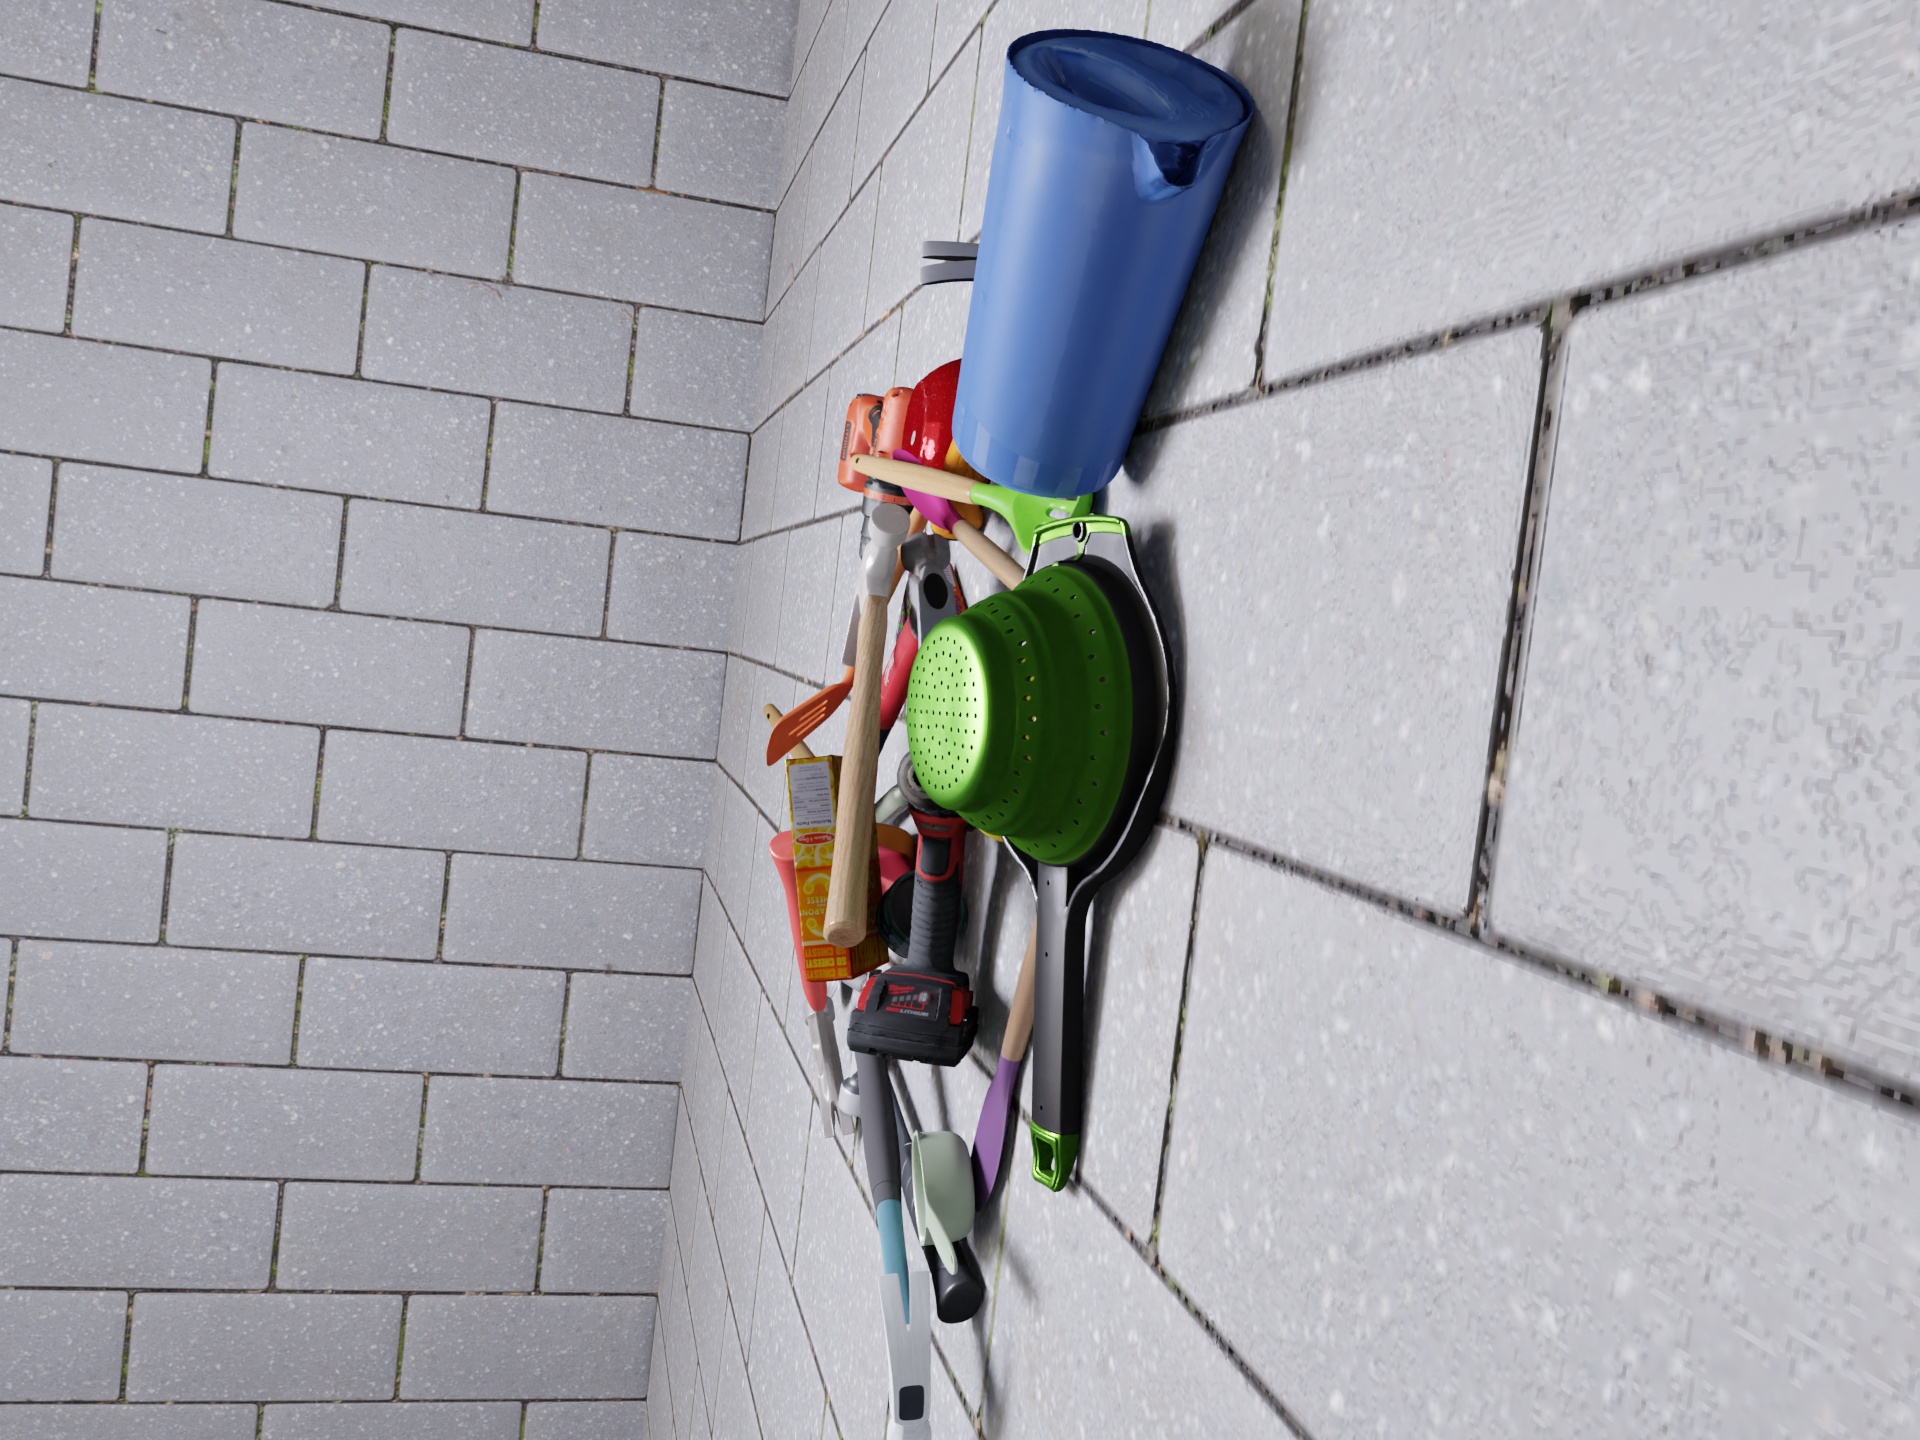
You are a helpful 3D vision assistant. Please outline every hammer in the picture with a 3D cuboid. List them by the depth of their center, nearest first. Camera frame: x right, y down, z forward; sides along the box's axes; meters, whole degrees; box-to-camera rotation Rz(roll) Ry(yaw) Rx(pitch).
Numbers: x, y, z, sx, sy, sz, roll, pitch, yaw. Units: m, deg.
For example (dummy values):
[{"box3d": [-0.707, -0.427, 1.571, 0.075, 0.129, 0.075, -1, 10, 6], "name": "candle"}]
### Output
[{"box3d": [-0.070, 0.009, 1.138, 0.130, 0.031, 0.332, 110, 166, -54], "name": "hammer"}, {"box3d": [-0.053, 0.345, 1.154, 0.331, 0.033, 0.128, -103, 12, -52], "name": "hammer"}, {"box3d": [0.011, -0.226, 1.162, 0.336, 0.127, 0.034, 113, 161, -65], "name": "hammer"}, {"box3d": [-0.042, 0.339, 1.271, 0.409, 0.036, 0.149, -129, 48, -70], "name": "hammer"}, {"box3d": [-0.066, 0.010, 1.334, 0.386, 0.038, 0.143, 118, 151, -57], "name": "hammer"}, {"box3d": [-0.134, 0.230, 1.440, 0.358, 0.036, 0.149, 88, 170, -48], "name": "hammer"}]

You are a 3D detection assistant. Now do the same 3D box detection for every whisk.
[{"box3d": [-0.084, 0.100, 1.527, 0.059, 0.058, 0.246, 58, 155, 6], "name": "whisk"}]

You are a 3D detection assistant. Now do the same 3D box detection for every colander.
[{"box3d": [0.028, 0.078, 0.922, 0.204, 0.094, 0.397, 5, 94, 63], "name": "colander"}]

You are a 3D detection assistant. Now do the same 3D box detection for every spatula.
[{"box3d": [0.039, 0.200, 1.039, 0.060, 0.018, 0.315, -106, 25, -58], "name": "spatula"}, {"box3d": [-0.083, -0.098, 1.377, 0.081, 0.041, 0.323, 111, -178, -63], "name": "spatula"}]

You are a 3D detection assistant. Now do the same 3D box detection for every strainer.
[{"box3d": [-0.117, 0.251, 1.597, 0.258, 0.050, 0.087, 178, 109, -72], "name": "strainer"}]

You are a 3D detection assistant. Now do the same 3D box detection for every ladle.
[{"box3d": [-0.104, 0.077, 1.373, 0.316, 0.031, 0.069, 50, 124, 42], "name": "ladle"}]

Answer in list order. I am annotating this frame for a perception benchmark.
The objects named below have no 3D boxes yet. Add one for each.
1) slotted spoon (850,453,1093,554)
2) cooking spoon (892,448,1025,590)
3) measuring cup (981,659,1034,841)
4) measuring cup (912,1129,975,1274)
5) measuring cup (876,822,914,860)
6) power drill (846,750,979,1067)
[{"box3d": [0.001, -0.168, 1.138, 0.314, 0.031, 0.070, 25, 90, 54], "name": "slotted spoon"}, {"box3d": [0.010, -0.131, 1.158, 0.319, 0.017, 0.068, 48, 165, 54], "name": "cooking spoon"}, {"box3d": [0.038, 0.018, 1.077, 0.029, 0.062, 0.157, 94, -177, -47], "name": "measuring cup"}, {"box3d": [-0.004, 0.328, 1.060, 0.168, 0.038, 0.083, -153, 61, -78], "name": "measuring cup"}, {"box3d": [-0.062, 0.114, 1.383, 0.174, 0.095, 0.052, -7, 72, 57], "name": "measuring cup"}, {"box3d": [-0.022, 0.119, 1.105, 0.188, 0.080, 0.227, 23, -106, -82], "name": "power drill"}]
